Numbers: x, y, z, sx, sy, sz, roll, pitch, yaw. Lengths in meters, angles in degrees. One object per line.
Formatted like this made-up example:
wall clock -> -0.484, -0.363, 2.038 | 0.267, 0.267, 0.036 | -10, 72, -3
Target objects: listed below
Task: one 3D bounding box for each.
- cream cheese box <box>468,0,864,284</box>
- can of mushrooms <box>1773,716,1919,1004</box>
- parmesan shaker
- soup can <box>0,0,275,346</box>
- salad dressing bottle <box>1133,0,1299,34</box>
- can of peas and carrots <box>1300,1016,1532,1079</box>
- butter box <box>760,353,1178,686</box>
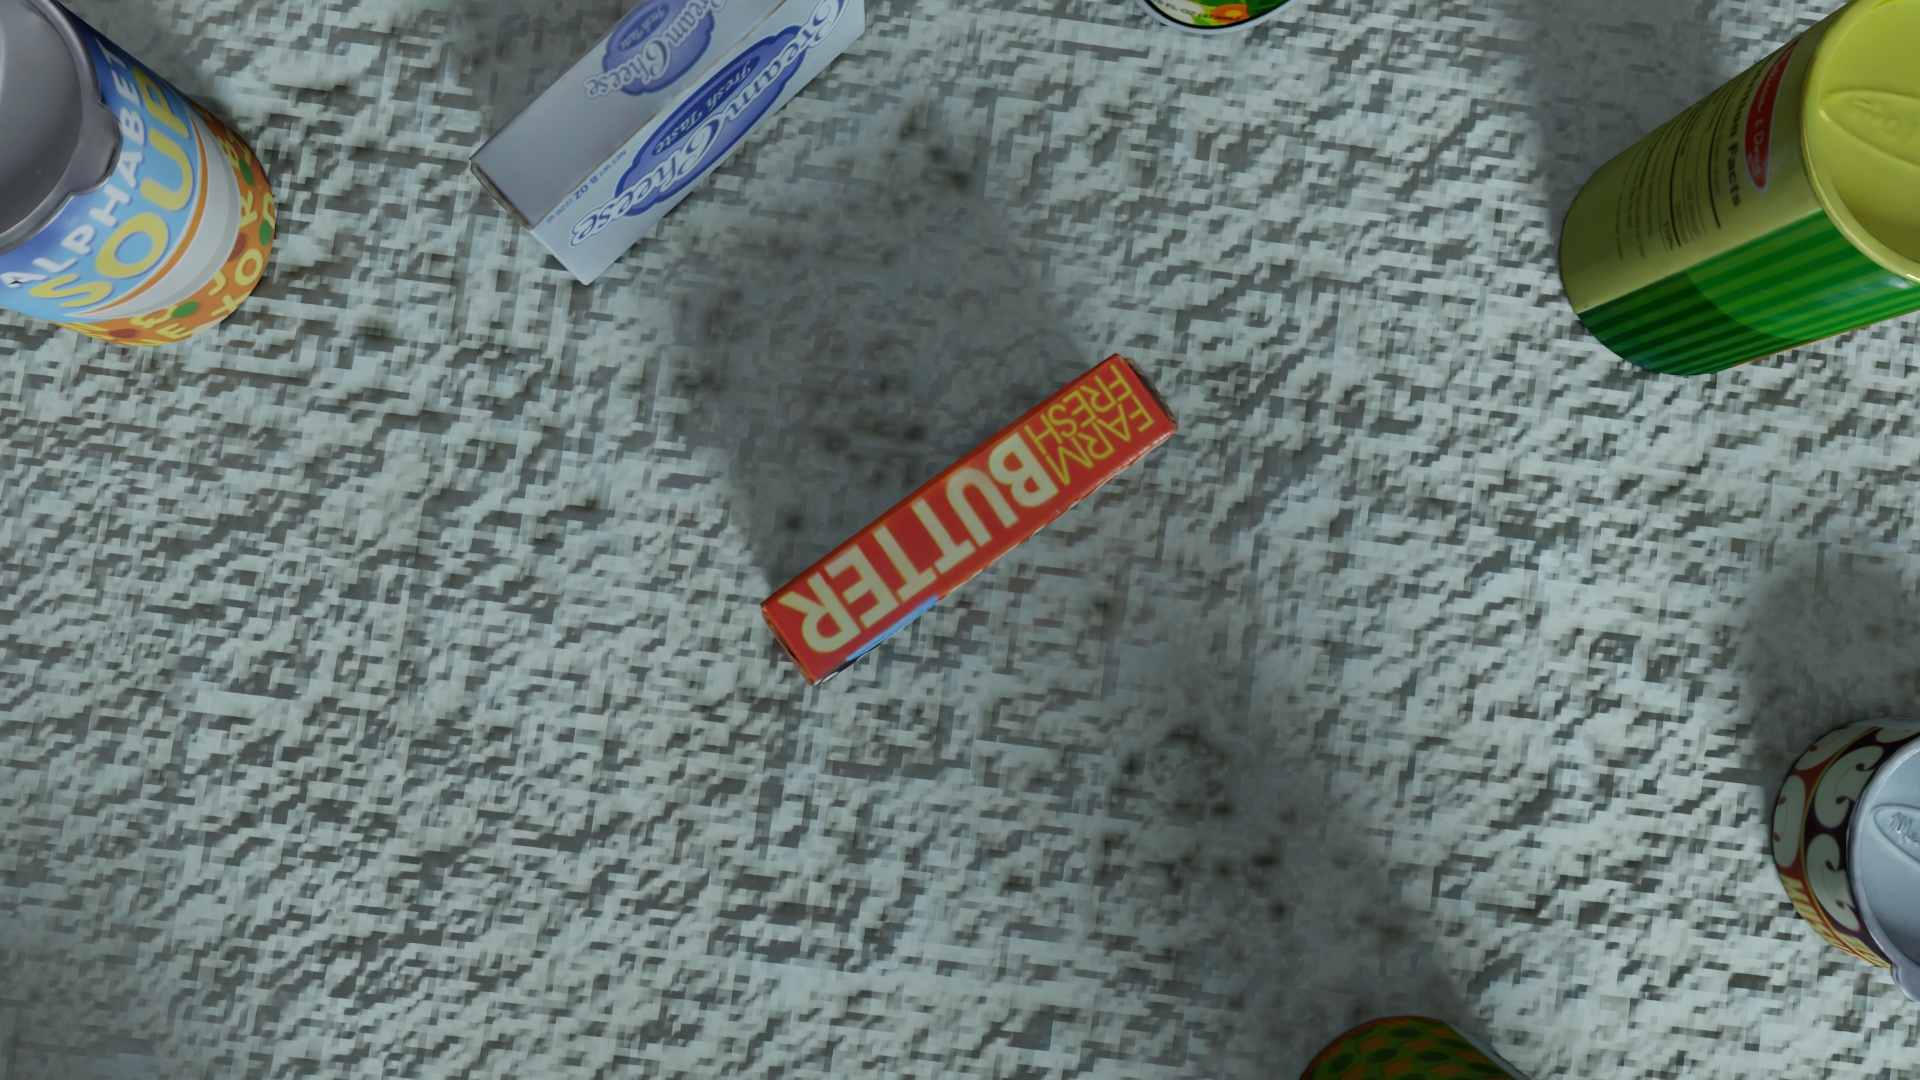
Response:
cream cheese box -> -0.068, -0.111, 0.341 | 0.104, 0.053, 0.024 | -44, 89, -4
can of mushrooms -> 0.244, 0.080, 0.349 | 0.071, 0.033, 0.071 | 0, 86, -2
parmesan shaker -> 0.196, -0.081, 0.323 | 0.071, 0.103, 0.071 | 0, 87, -2
soup can -> -0.206, -0.083, 0.319 | 0.071, 0.083, 0.071 | 0, 87, -2
salad dressing bottle -> 0.068, -0.161, 0.301 | 0.064, 0.147, 0.044 | 13, 87, -1
can of peas and carrots -> 0.113, 0.154, 0.327 | 0.071, 0.058, 0.071 | 0, 87, -2
butter box -> 0.001, -0.004, 0.336 | 0.103, 0.053, 0.024 | -35, 89, -4
